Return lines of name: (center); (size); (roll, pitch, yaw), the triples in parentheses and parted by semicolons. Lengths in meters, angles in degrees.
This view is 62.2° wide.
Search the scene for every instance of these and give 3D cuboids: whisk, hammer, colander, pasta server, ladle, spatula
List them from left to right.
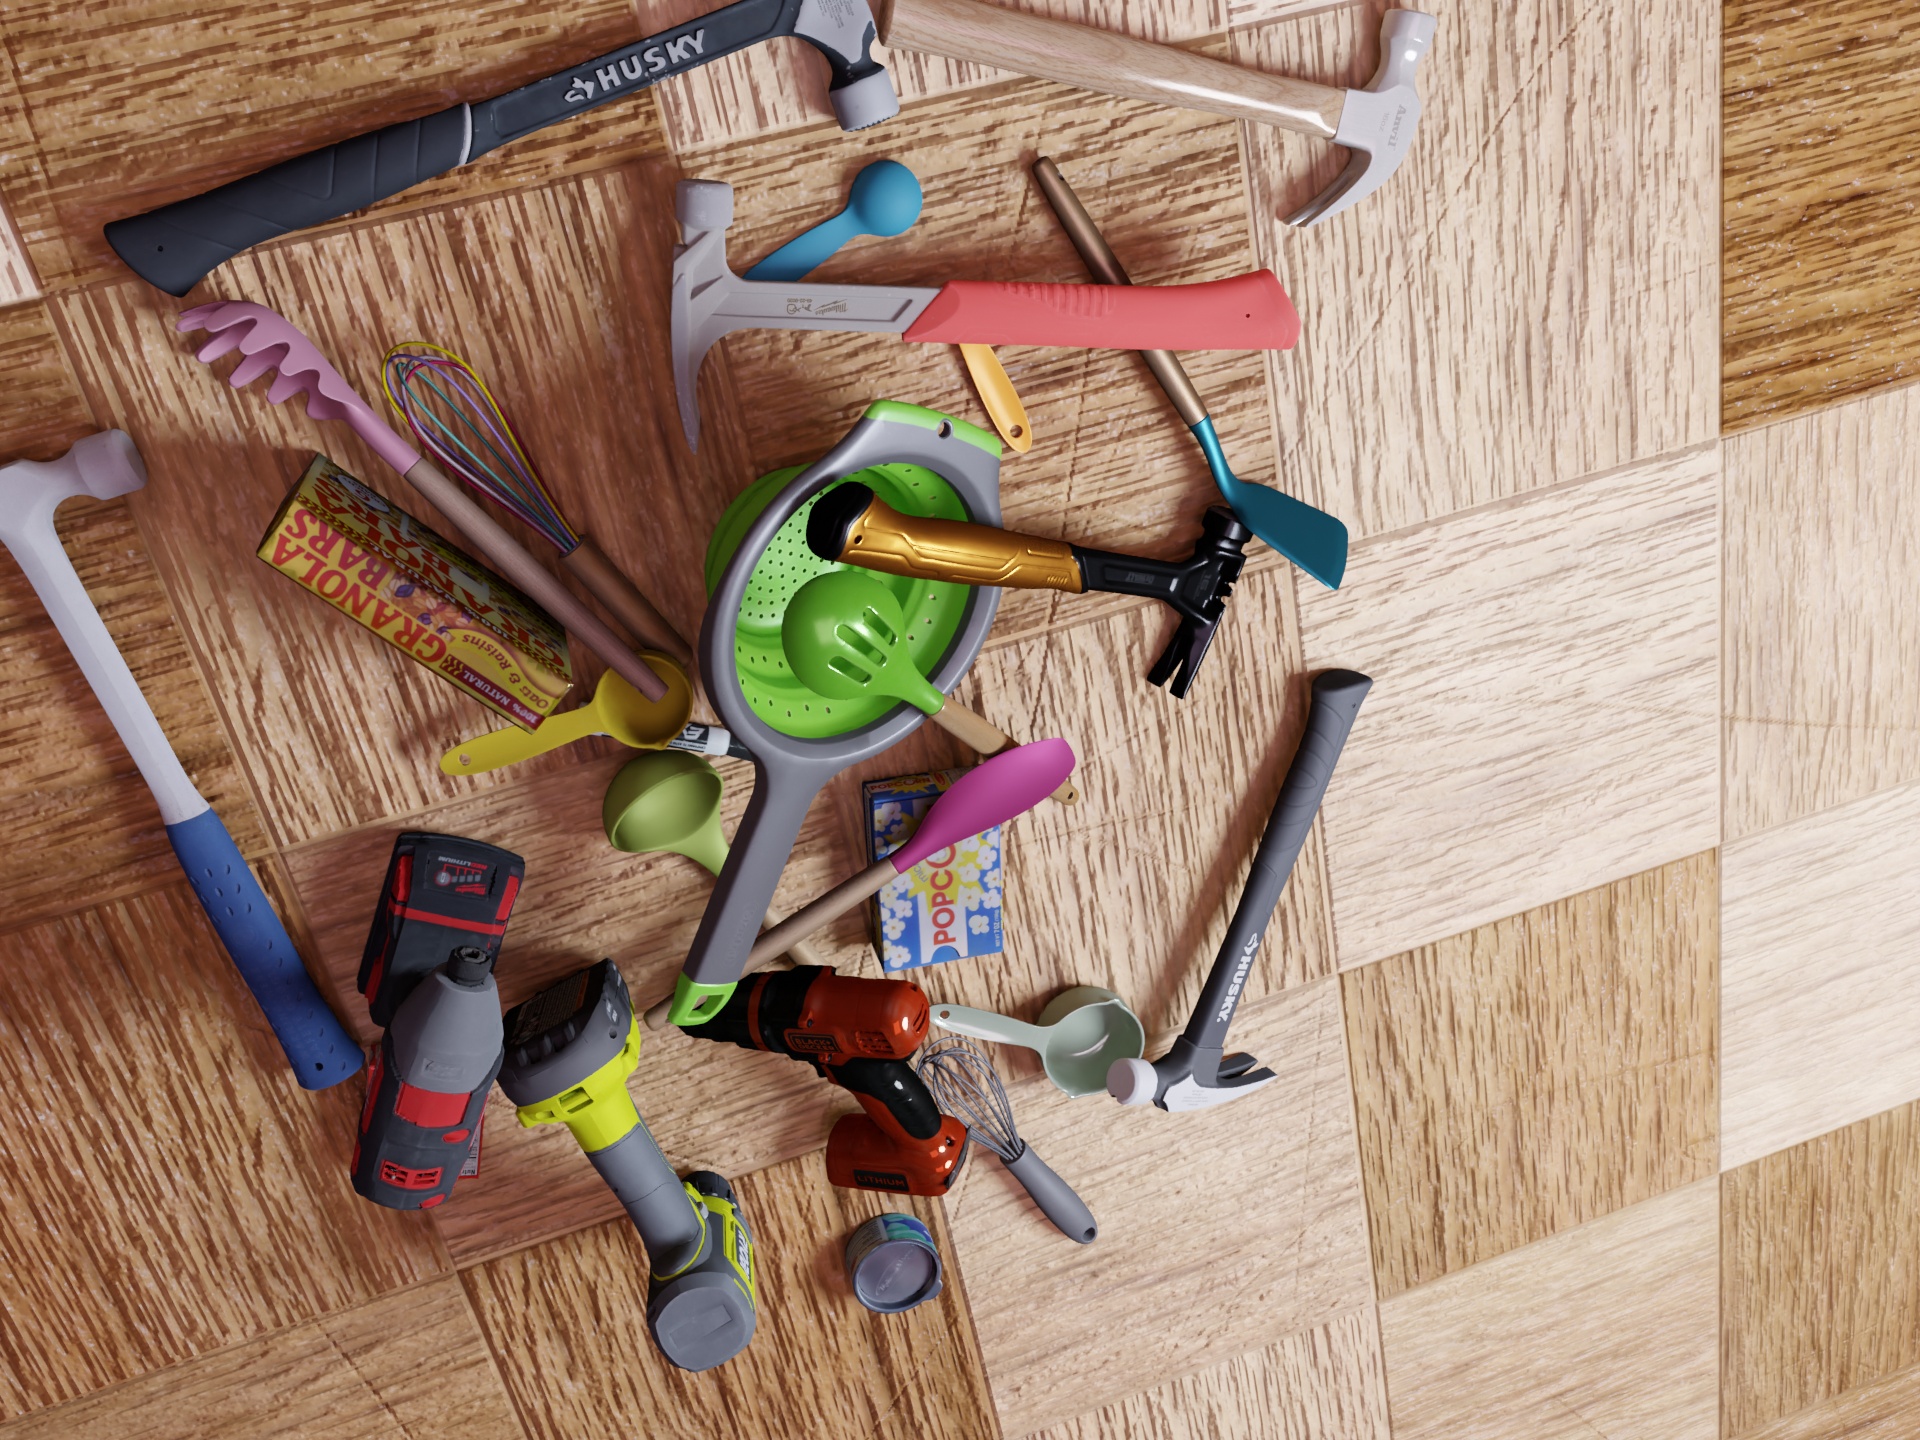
hammer: (-0.453, 0.047, 0.909); (0.144, 0.035, 0.405); (-21, 115, -8)
pasta server: (-0.284, -0.114, 0.870); (0.316, 0.060, 0.040); (45, 65, -18)
hammer: (-0.242, -0.318, 0.829); (0.409, 0.036, 0.149); (-24, 114, -6)
whisk: (-0.234, -0.116, 0.907); (0.047, 0.051, 0.244); (-42, 119, -4)
colander: (-0.111, -0.008, 0.937); (0.204, 0.095, 0.397); (8, 111, -47)
ladle: (-0.118, 0.138, 1.033); (0.078, 0.062, 0.319); (-37, 119, 0)
hammer: (0.016, -0.224, 0.911); (0.359, 0.037, 0.149); (0, 114, -8)
whisk: (0.040, 0.310, 1.154); (0.055, 0.055, 0.238); (-36, 121, 0)
hammer: (0.046, -0.084, 0.931); (0.336, 0.034, 0.127); (4, 113, -44)
hammer: (0.114, -0.369, 0.915); (0.331, 0.031, 0.130); (5, 109, -17)
spatula: (0.142, -0.212, 0.976); (0.044, 0.082, 0.317); (-23, 116, 33)
hammer: (0.216, 0.122, 1.121); (0.146, 0.035, 0.334); (12, 102, -40)

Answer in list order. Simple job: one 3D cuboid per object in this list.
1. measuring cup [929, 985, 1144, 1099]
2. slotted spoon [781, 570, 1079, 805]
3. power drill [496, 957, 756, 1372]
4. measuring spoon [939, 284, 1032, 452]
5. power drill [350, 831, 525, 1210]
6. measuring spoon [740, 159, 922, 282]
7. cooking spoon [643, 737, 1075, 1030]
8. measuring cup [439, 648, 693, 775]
measuring cup: (0.049, 0.214, 1.121); (0.167, 0.038, 0.083); (16, 105, -19)
slotted spoon: (-0.002, -0.003, 0.955); (0.070, 0.031, 0.313); (-57, 142, -2)
power drill: (-0.201, 0.272, 1.006); (0.080, 0.191, 0.228); (-28, 101, -4)
measuring spoon: (0.014, -0.212, 0.961); (0.021, 0.011, 0.116); (-32, 119, -3)
power drill: (-0.293, 0.154, 0.894); (0.078, 0.220, 0.143); (15, 106, -21)
measuring spoon: (-0.076, -0.271, 0.902); (0.128, 0.021, 0.042); (-35, 116, -2)
cooking spoon: (-0.063, 0.105, 1.003); (0.319, 0.017, 0.068); (-33, 142, 0)
measuring cup: (-0.233, 0.000, 0.945); (0.156, 0.029, 0.062); (-18, 107, 3)
